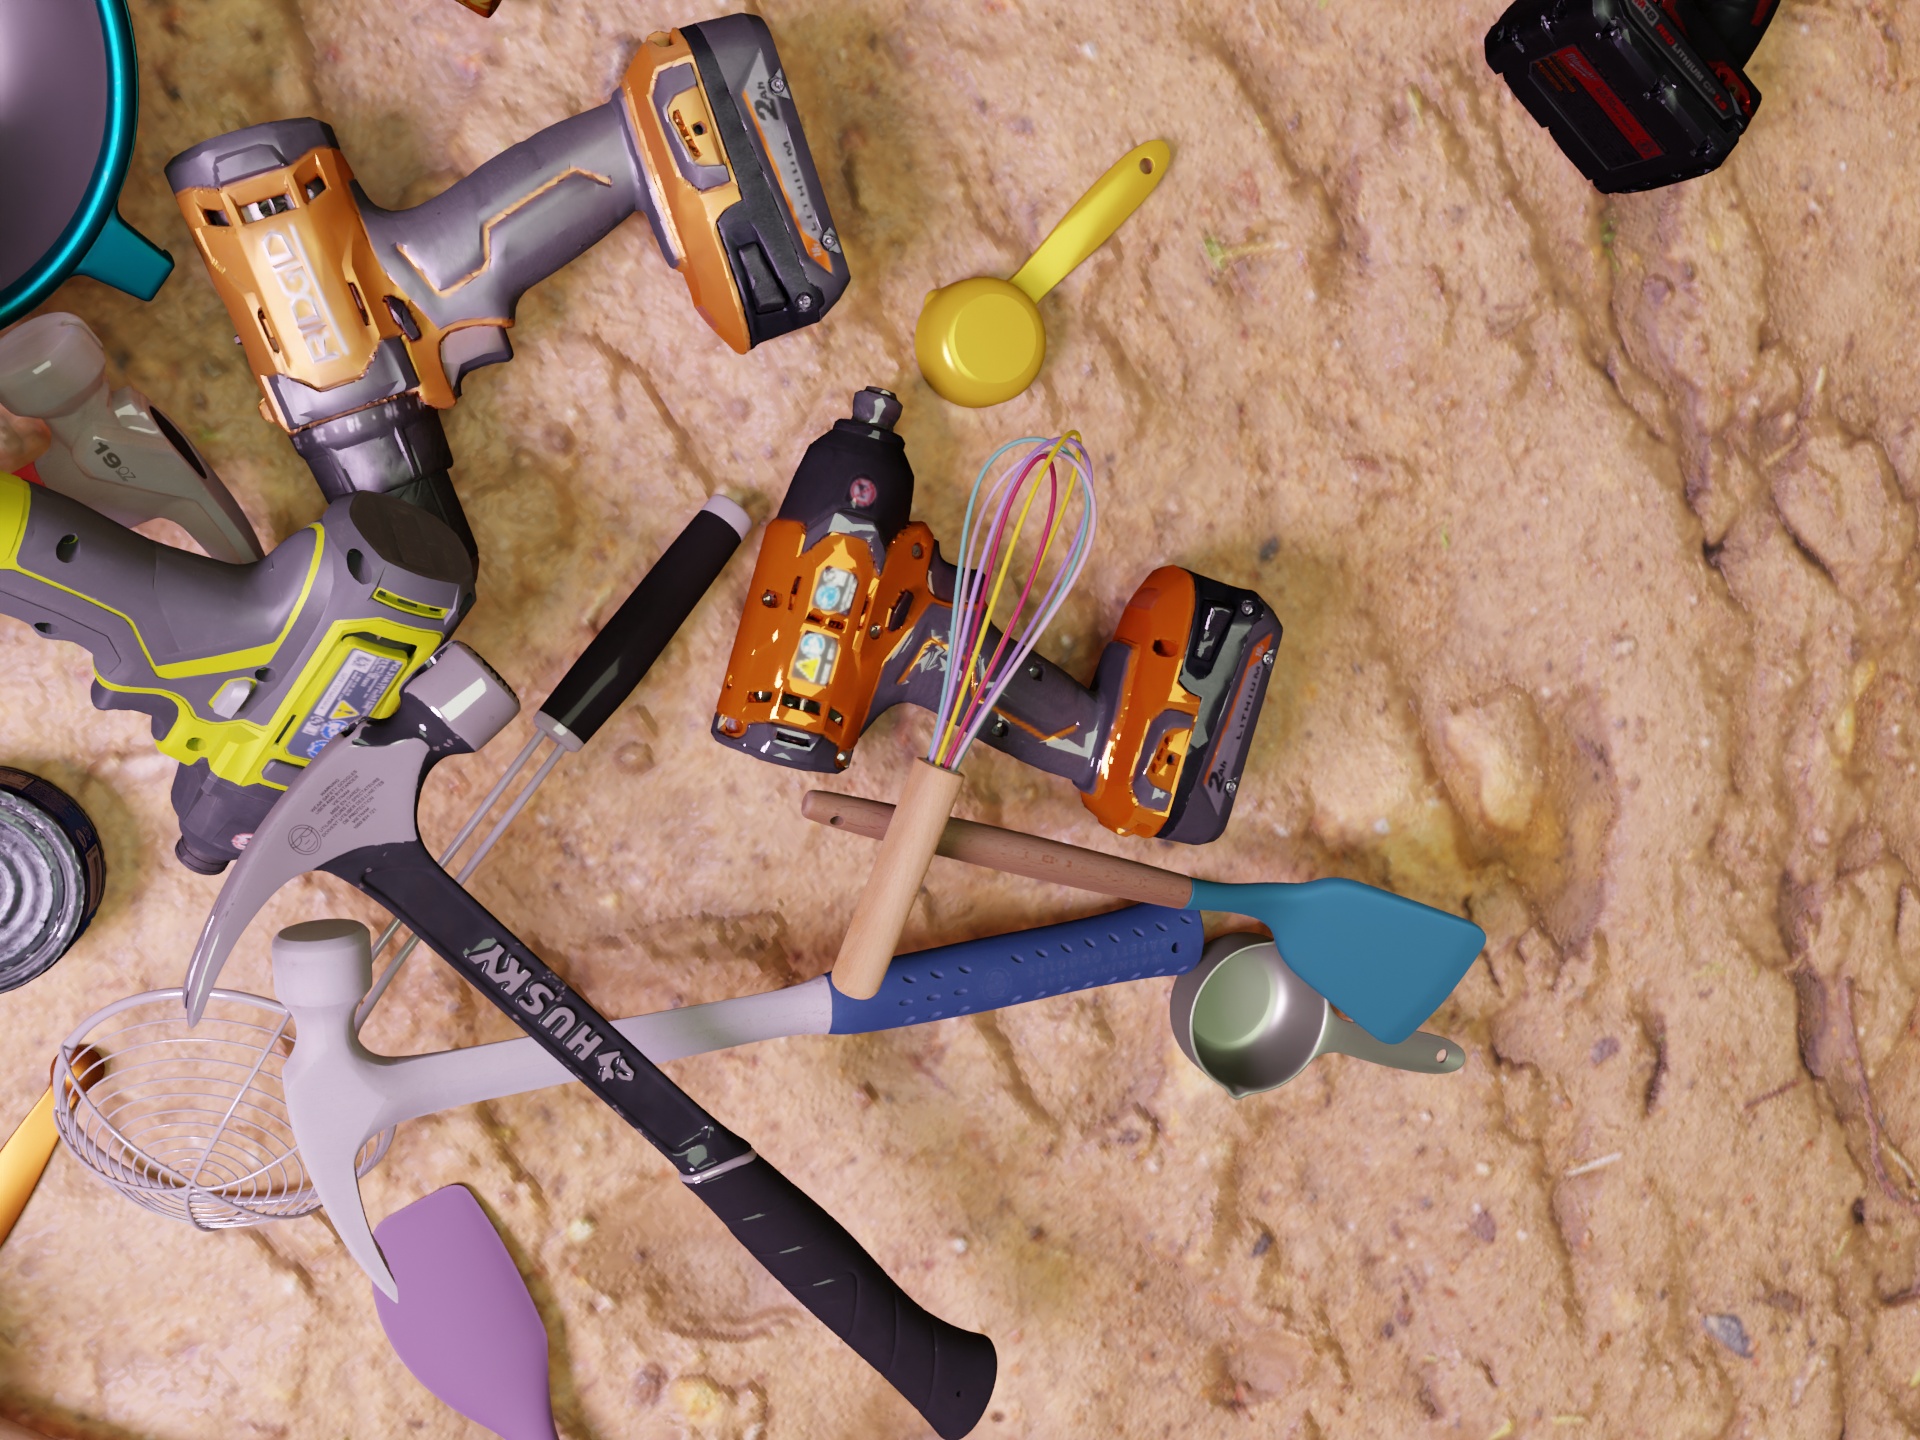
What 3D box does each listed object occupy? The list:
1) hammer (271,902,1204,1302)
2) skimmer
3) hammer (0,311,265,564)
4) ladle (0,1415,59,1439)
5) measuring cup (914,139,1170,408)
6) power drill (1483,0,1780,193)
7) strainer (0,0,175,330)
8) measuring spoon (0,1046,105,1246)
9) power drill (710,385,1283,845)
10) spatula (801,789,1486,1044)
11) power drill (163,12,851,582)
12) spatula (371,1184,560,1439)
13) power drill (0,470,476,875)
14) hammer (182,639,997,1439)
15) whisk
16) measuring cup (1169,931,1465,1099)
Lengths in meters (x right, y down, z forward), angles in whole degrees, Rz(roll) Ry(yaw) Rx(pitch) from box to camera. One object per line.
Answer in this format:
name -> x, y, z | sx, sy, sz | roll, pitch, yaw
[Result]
hammer -> -0.068, 0.128, 0.674 | 0.405, 0.035, 0.144 | -6, 102, -29
skimmer -> -0.214, 0.049, 0.657 | 0.127, 0.090, 0.363 | 44, 73, -30
hammer -> -0.440, 0.006, 0.559 | 0.386, 0.038, 0.143 | -30, 136, -6
ladle -> -0.331, 0.321, 0.659 | 0.320, 0.062, 0.078 | 32, 80, -13
measuring cup -> 0.044, -0.203, 0.705 | 0.062, 0.029, 0.156 | 44, 85, -19
power drill -> 0.350, -0.392, 0.759 | 0.187, 0.080, 0.227 | 39, 82, -20
strainer -> -0.442, -0.214, 0.499 | 0.340, 0.095, 0.210 | -14, 122, -15
measuring spoon -> -0.377, 0.182, 0.631 | 0.021, 0.011, 0.117 | 32, 87, -20
power drill -> 0.020, -0.041, 0.697 | 0.226, 0.084, 0.164 | 14, 93, -16
spatula -> 0.081, 0.078, 0.710 | 0.317, 0.044, 0.082 | 15, 125, -19
power drill -> -0.161, -0.158, 0.620 | 0.226, 0.084, 0.185 | -21, 106, -10
spatula -> -0.173, 0.352, 0.706 | 0.060, 0.018, 0.316 | -27, 97, -12
power drill -> -0.303, -0.024, 0.537 | 0.223, 0.080, 0.171 | 19, 120, -45
hammer -> -0.110, 0.164, 0.616 | 0.149, 0.036, 0.408 | -45, 117, -14
whisk -> -0.002, -0.002, 0.638 | 0.051, 0.047, 0.245 | 21, 95, -13
measuring cup -> 0.180, 0.153, 0.802 | 0.167, 0.038, 0.083 | 15, 93, -22
